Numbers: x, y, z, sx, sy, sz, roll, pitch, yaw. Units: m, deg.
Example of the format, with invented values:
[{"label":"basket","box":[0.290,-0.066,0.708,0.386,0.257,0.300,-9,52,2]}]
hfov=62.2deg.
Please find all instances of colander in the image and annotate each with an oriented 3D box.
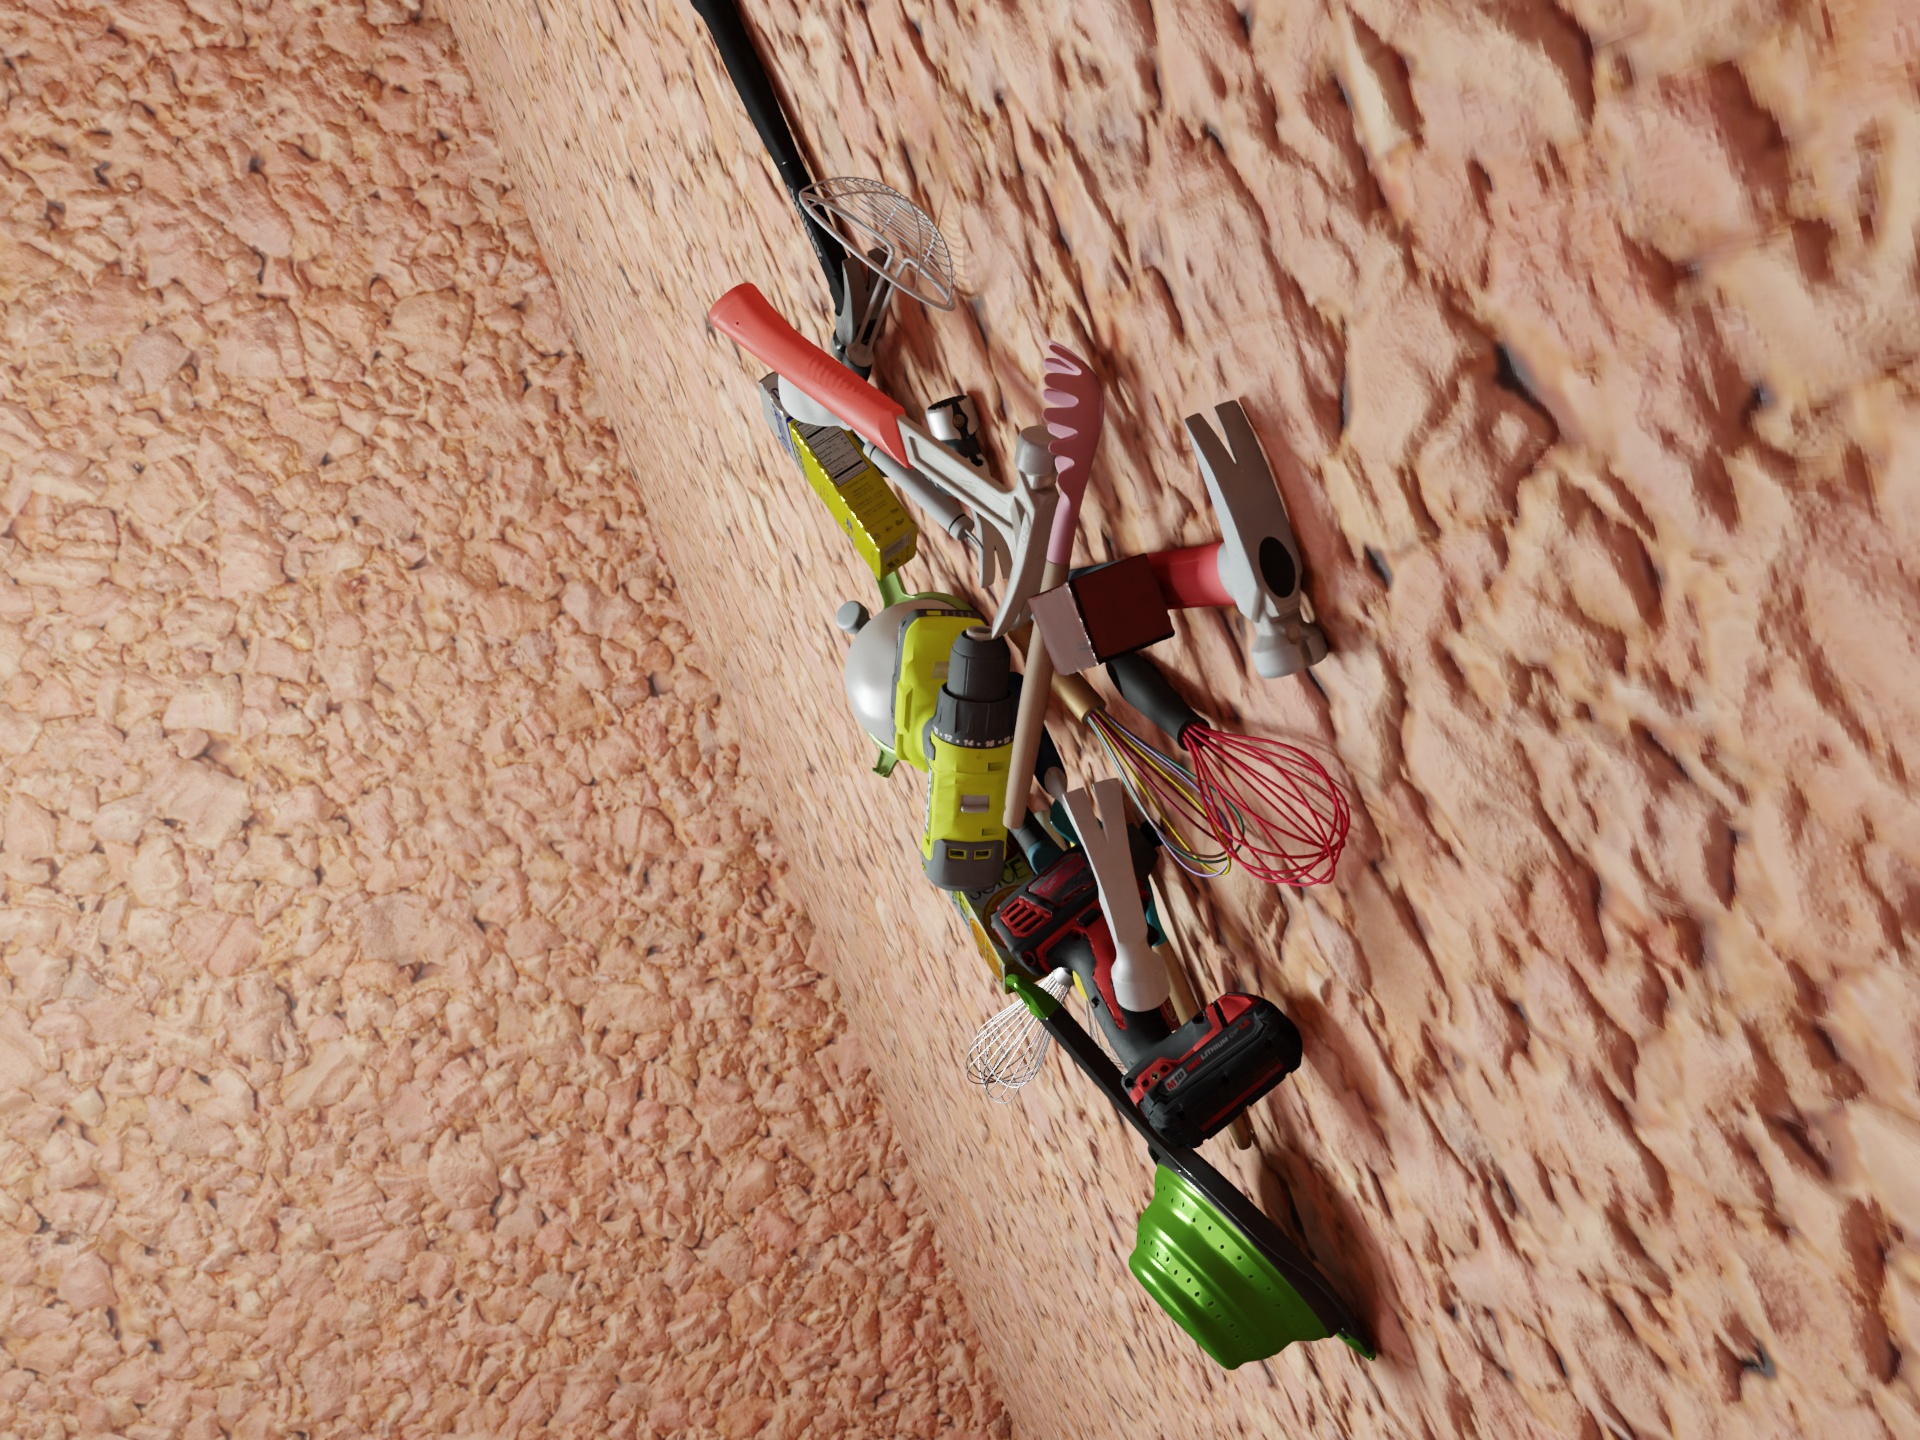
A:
[{"label":"colander","box":[0.142,0.359,1.194,0.397,0.094,0.204,49,169,-9]}]

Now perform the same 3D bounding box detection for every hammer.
[{"label":"hammer","box":[-0.064,-0.209,1.127,0.359,0.036,0.149,40,135,32]},{"label":"hammer","box":[-0.054,-0.215,1.358,0.409,0.036,0.149,35,147,64]},{"label":"hammer","box":[-0.143,-0.464,1.287,0.335,0.035,0.146,65,166,4]},{"label":"hammer","box":[0.000,0.020,1.418,0.128,0.033,0.331,36,-167,-51]},{"label":"hammer","box":[0.070,0.043,1.126,0.406,0.035,0.144,-113,7,-68]},{"label":"hammer","box":[0.100,-0.098,0.990,0.143,0.038,0.386,70,165,-8]}]

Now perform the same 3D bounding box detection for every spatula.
[{"label":"spatula","box":[0.154,0.198,1.240,0.317,0.044,0.082,66,-164,-9]}]

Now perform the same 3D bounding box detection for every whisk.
[{"label":"whisk","box":[0.150,0.017,0.965,0.296,0.073,0.073,-128,19,-60]},{"label":"whisk","box":[0.077,0.233,1.363,0.070,0.070,0.284,57,135,31]},{"label":"whisk","box":[0.104,0.007,1.061,0.245,0.051,0.047,51,-174,27]},{"label":"whisk","box":[0.109,0.196,1.391,0.058,0.059,0.246,-24,84,61]}]

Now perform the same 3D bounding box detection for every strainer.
[{"label":"strainer","box":[-0.071,-0.212,1.211,0.259,0.050,0.086,45,167,19]},{"label":"strainer","box":[-0.065,-0.089,1.383,0.069,0.151,0.257,10,-125,-55]}]

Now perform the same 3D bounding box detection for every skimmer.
[{"label":"skimmer","box":[-0.083,-0.286,1.198,0.127,0.090,0.363,38,160,-1]}]

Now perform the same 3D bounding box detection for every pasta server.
[{"label":"pasta server","box":[0.049,-0.075,0.993,0.060,0.040,0.316,-85,3,-67]}]

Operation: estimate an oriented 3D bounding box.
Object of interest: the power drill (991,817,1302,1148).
[{"label":"power drill","box":[0.132,0.174,1.115,0.220,0.143,0.078,51,179,34]}]

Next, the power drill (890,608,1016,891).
[{"label":"power drill","box":[-0.002,-0.004,1.200,0.229,0.080,0.190,-109,22,-67]}]

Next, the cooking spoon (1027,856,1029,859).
[{"label":"cooking spoon","box":[0.081,0.147,1.465,0.319,0.017,0.068,63,165,12]}]

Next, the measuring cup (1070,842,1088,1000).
[{"label":"measuring cup","box":[0.104,0.155,1.268,0.062,0.029,0.156,-12,94,39]}]
